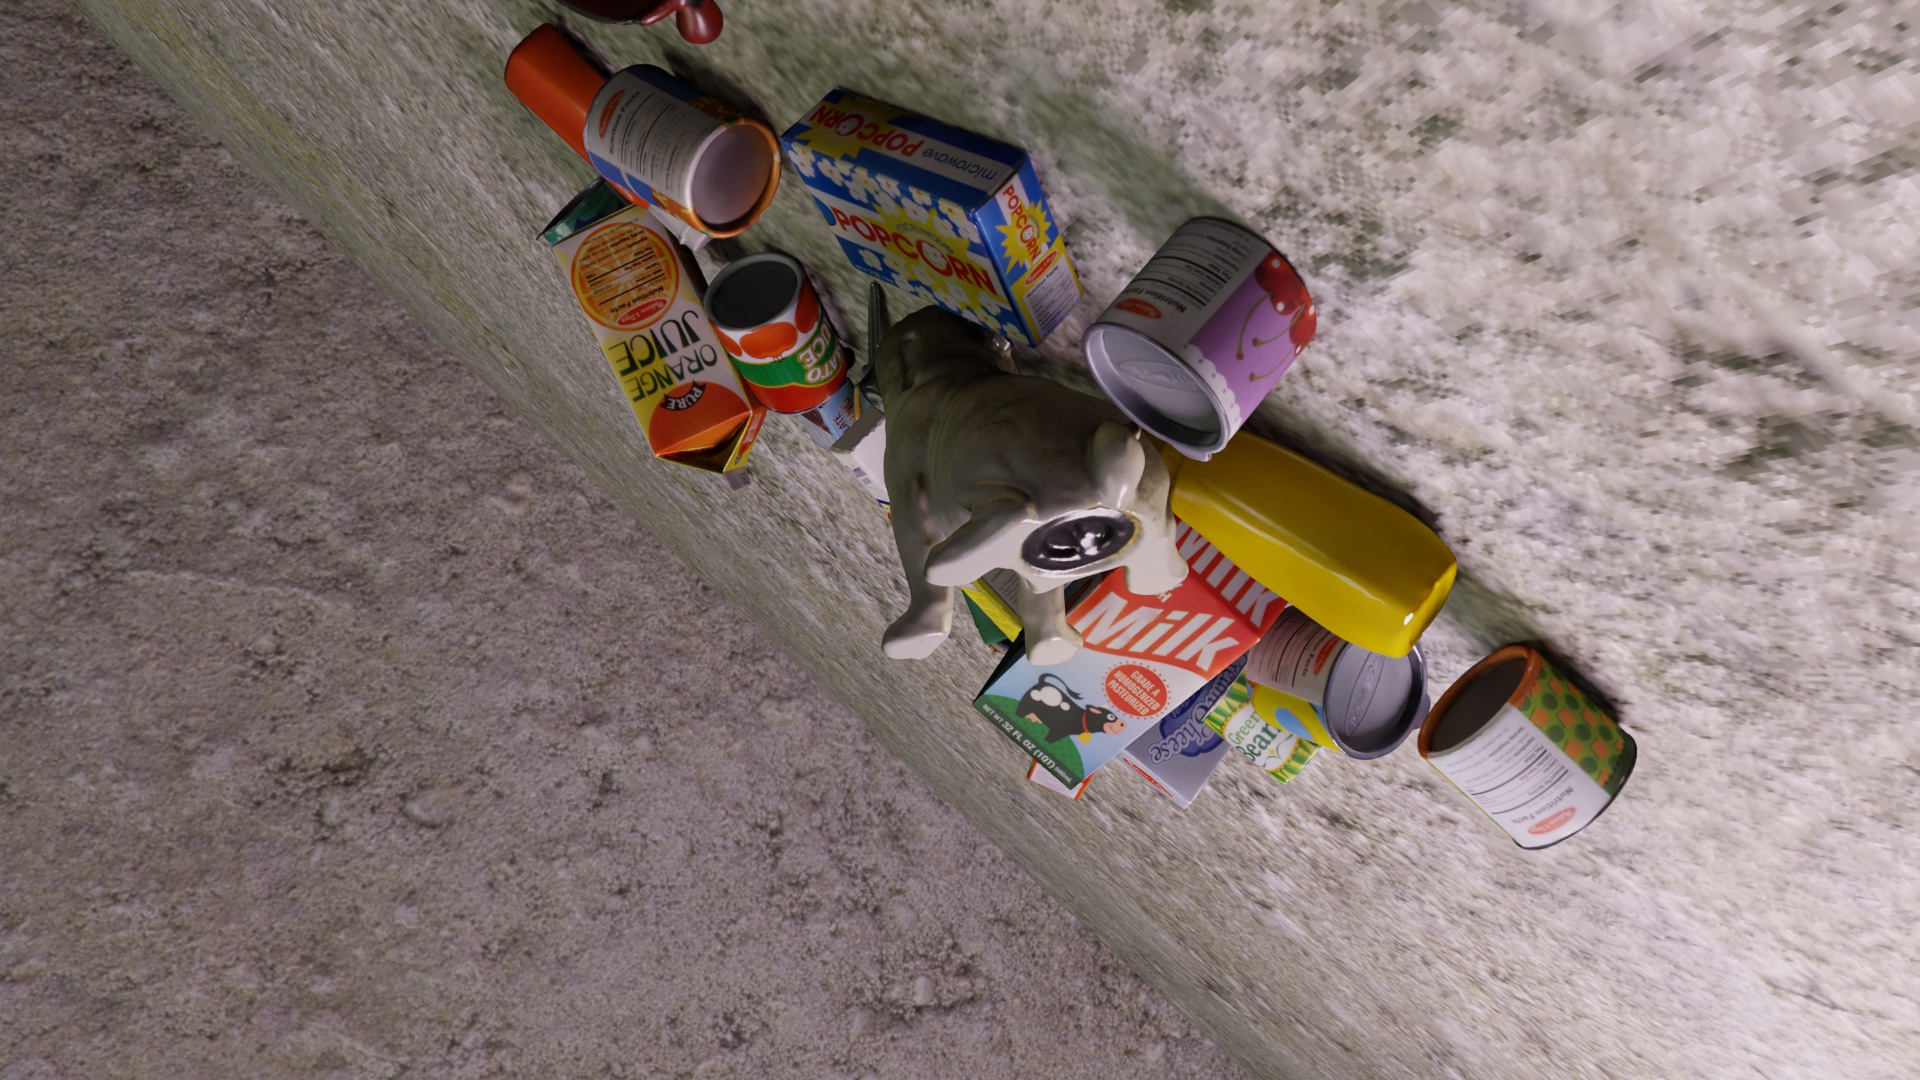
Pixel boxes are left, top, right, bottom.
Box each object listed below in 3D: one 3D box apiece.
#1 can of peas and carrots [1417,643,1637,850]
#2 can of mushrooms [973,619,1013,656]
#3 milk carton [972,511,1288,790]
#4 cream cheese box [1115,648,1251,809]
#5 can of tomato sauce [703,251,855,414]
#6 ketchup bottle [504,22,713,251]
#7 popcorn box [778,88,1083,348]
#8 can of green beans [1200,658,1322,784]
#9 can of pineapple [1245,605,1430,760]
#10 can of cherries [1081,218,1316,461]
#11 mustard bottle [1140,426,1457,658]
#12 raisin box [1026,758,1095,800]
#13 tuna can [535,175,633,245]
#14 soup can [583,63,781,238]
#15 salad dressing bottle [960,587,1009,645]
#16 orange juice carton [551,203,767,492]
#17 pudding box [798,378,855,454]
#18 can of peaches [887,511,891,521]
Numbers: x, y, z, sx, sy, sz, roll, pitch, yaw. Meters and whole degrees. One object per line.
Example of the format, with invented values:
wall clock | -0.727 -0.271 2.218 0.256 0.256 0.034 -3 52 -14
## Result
can of peas and carrots | 0.237 0.085 0.586 0.059 0.071 0.071 42 166 -1
can of mushrooms | 0.042 0.052 0.994 0.071 0.071 0.033 41 167 4
milk carton | 0.096 0.037 0.695 0.072 0.074 0.189 42 127 -3
cream cheese box | 0.139 0.100 0.809 0.053 0.104 0.024 39 158 5
can of tomato sauce | -0.113 -0.130 0.872 0.071 0.071 0.082 33 163 31
ketchup bottle | -0.203 -0.237 0.831 0.148 0.043 0.064 43 167 -8
popcorn box | -0.012 -0.143 0.616 0.127 0.038 0.085 31 163 37
can of green beans | 0.175 0.091 0.765 0.058 0.071 0.071 38 165 12
can of pineapple | 0.183 0.068 0.675 0.071 0.071 0.058 49 165 -26
can of cherries | 0.089 -0.074 0.514 0.071 0.058 0.071 38 165 12
mustard bottle | 0.133 -0.014 0.598 0.160 0.049 0.065 36 163 25
raisin box | 0.079 0.100 0.848 0.040 0.086 0.123 25 157 7
tuna can | -0.259 -0.222 0.969 0.032 0.071 0.071 47 165 -25
soup can | -0.143 -0.204 0.731 0.084 0.071 0.071 33 164 28
salad dressing bottle | 0.003 -0.011 0.845 0.147 0.064 0.044 67 158 1
orange juice carton | -0.187 -0.120 0.918 0.072 0.073 0.192 -93 -22 -83
pudding box | -0.094 -0.093 1.004 0.050 0.030 0.083 35 164 30
can of peaches | -0.007 -0.021 0.905 0.058 0.071 0.071 40 166 11
